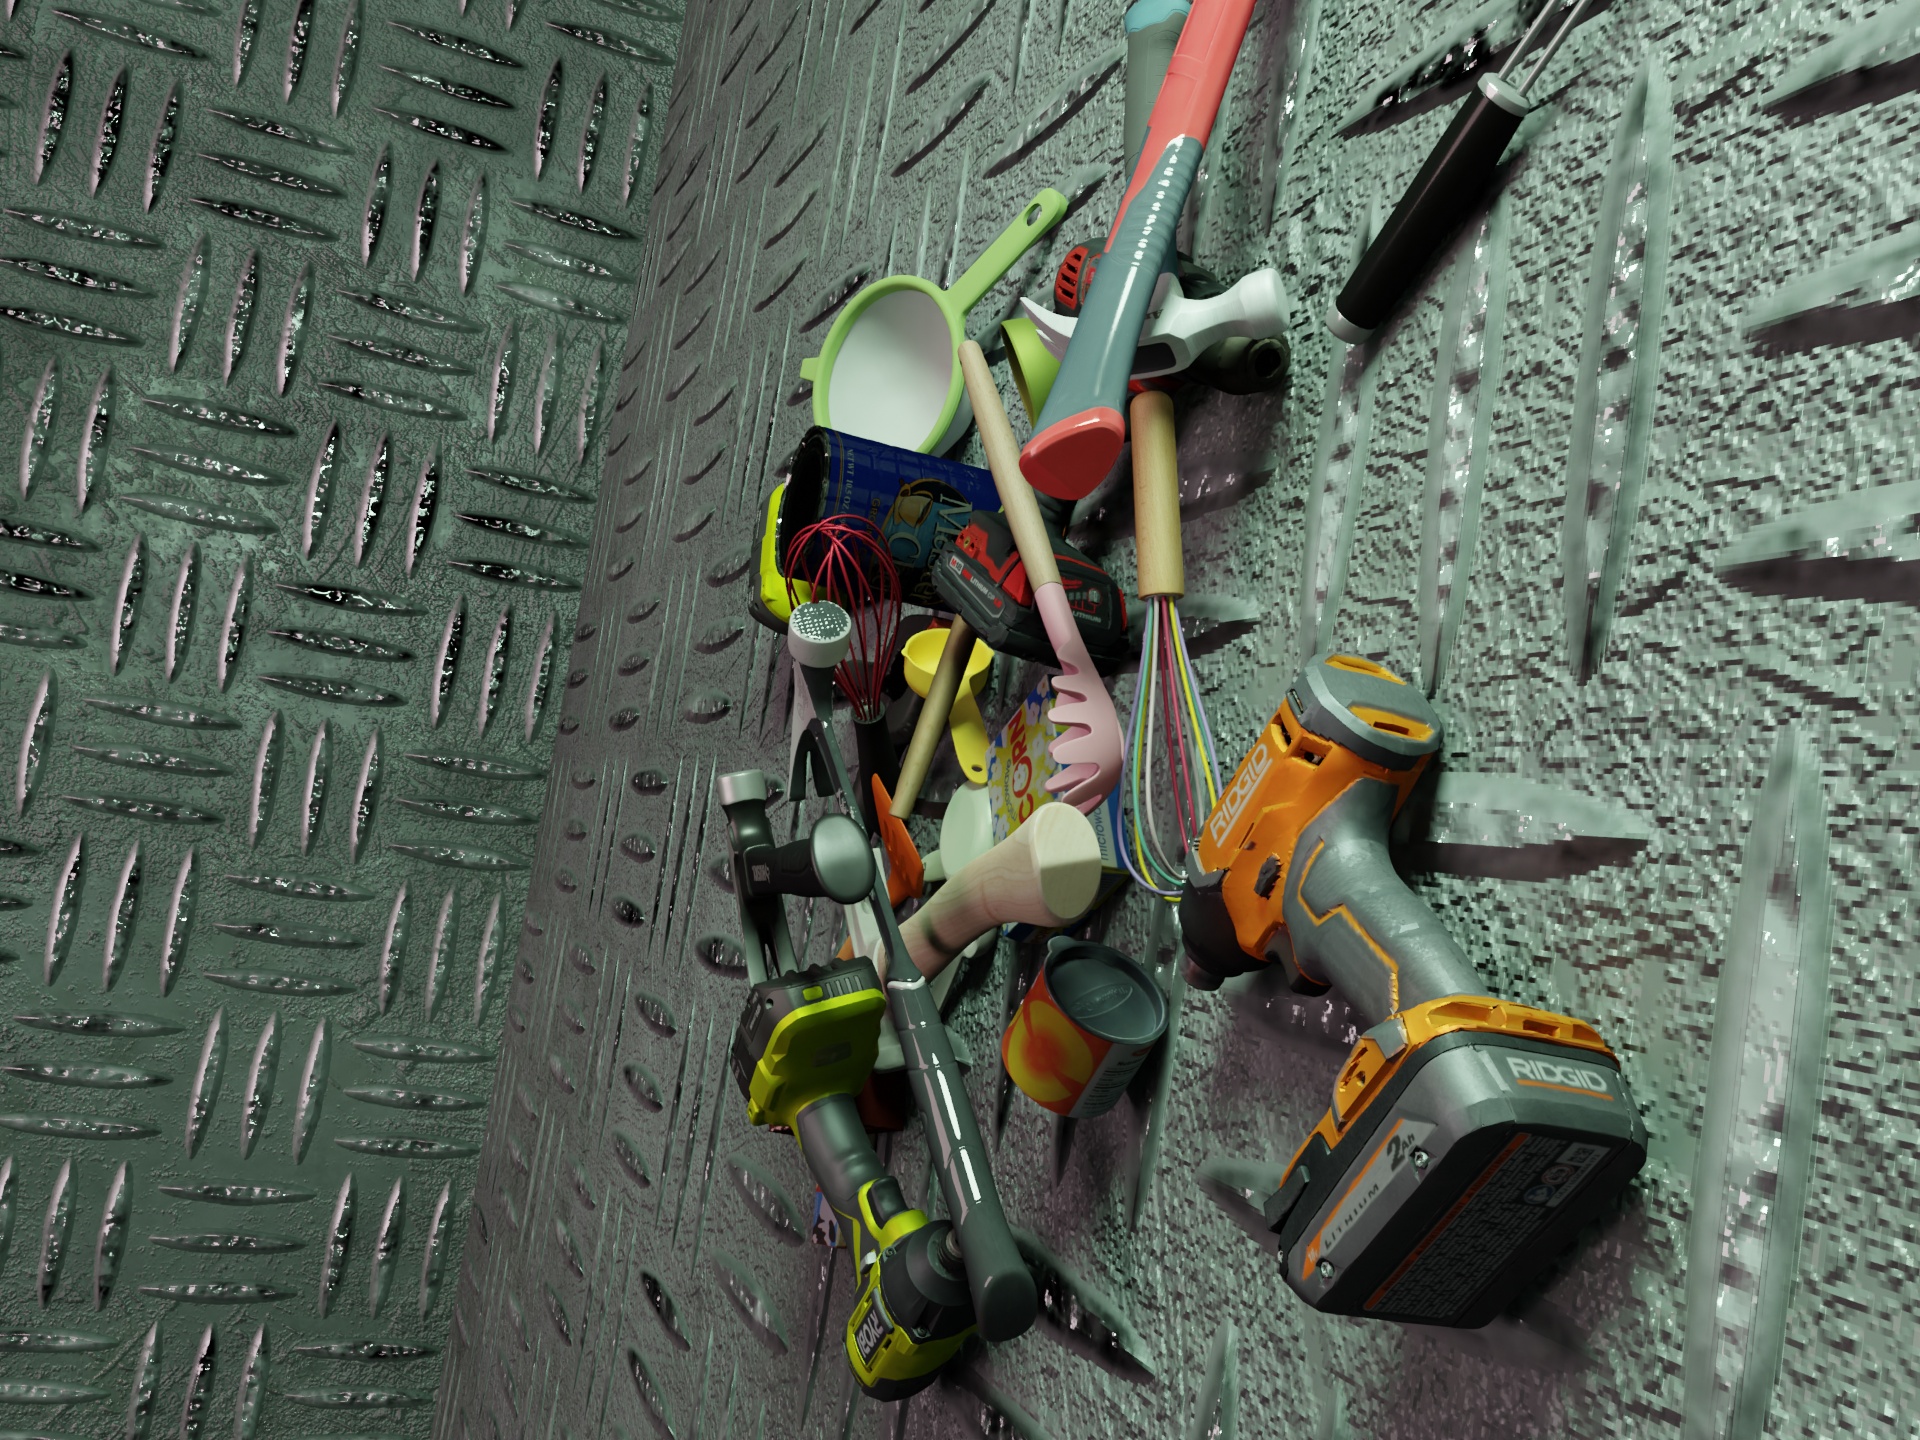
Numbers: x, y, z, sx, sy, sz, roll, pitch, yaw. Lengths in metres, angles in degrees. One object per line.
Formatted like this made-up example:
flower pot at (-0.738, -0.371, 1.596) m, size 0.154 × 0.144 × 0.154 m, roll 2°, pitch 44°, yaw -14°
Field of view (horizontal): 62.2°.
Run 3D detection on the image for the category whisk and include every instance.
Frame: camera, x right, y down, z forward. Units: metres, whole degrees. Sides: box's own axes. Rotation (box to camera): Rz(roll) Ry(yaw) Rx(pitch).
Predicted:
whisk at (-0.064, -0.019, 1.043) m, size 0.295 × 0.073 × 0.073 m, roll 82°, pitch 178°, yaw -47°
whisk at (0.100, -0.037, 0.751) m, size 0.047 × 0.051 × 0.245 m, roll 137°, pitch 132°, yaw -77°

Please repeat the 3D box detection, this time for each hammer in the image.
hammer at (0.104, -0.294, 0.845) m, size 0.128 × 0.033 × 0.331 m, roll -13°, pitch 46°, yaw 22°
hammer at (-0.098, 0.092, 0.924) m, size 0.335 × 0.035 × 0.146 m, roll 159°, pitch 102°, yaw -74°
hammer at (0.090, -0.273, 0.759) m, size 0.143 × 0.038 × 0.386 m, roll -3°, pitch 60°, yaw 47°
hammer at (-0.007, 0.101, 0.869) m, size 0.410 × 0.038 × 0.146 m, roll 130°, pitch 129°, yaw -67°
hammer at (-0.036, 0.129, 0.855) m, size 0.149 × 0.036 × 0.409 m, roll 101°, pitch 155°, yaw -48°

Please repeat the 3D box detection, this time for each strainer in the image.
strainer at (-0.001, -0.277, 1.149) m, size 0.256 × 0.069 × 0.152 m, roll -42°, pitch 60°, yaw 29°

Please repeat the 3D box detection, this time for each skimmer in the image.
skimmer at (0.216, -0.278, 0.570) m, size 0.127 × 0.090 × 0.363 m, roll 53°, pitch 139°, yaw 20°

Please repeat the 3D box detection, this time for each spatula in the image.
spatula at (-0.084, 0.164, 1.158) m, size 0.081 × 0.041 × 0.322 m, roll 61°, pitch 140°, yaw 30°

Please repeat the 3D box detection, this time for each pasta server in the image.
pasta server at (0.031, -0.085, 0.812) m, size 0.060 × 0.040 × 0.317 m, roll 88°, pitch 169°, yaw -55°

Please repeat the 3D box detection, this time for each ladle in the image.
ladle at (0.004, -0.095, 0.979) m, size 0.078 × 0.062 × 0.320 m, roll 60°, pitch -131°, yaw -83°

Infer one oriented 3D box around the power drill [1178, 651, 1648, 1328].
power drill at (0.142, 0.102, 0.591) m, size 0.227 × 0.084 × 0.164 m, roll -101°, pitch 29°, yaw -51°

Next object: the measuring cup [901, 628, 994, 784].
measuring cup at (-0.002, -0.003, 1.013) m, size 0.157 × 0.062 × 0.029 m, roll -104°, pitch 18°, yaw -49°

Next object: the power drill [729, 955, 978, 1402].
power drill at (-0.054, 0.256, 0.917) m, size 0.223 × 0.080 × 0.171 m, roll 62°, pitch 148°, yaw 31°

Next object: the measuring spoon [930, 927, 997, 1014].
measuring spoon at (0.000, 0.158, 1.001) m, size 0.124 × 0.018 × 0.034 m, roll 113°, pitch 153°, yaw -44°

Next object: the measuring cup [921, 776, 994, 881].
measuring cup at (-0.005, 0.081, 1.007) m, size 0.167 × 0.038 × 0.083 m, roll -27°, pitch 55°, yaw 60°

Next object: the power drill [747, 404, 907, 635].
power drill at (-0.098, -0.181, 1.314) m, size 0.228 × 0.080 × 0.191 m, roll -36°, pitch 48°, yaw 56°

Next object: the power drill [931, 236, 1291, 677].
power drill at (0.082, -0.140, 0.857) m, size 0.188 × 0.080 × 0.226 m, roll 48°, pitch 120°, yaw 55°
